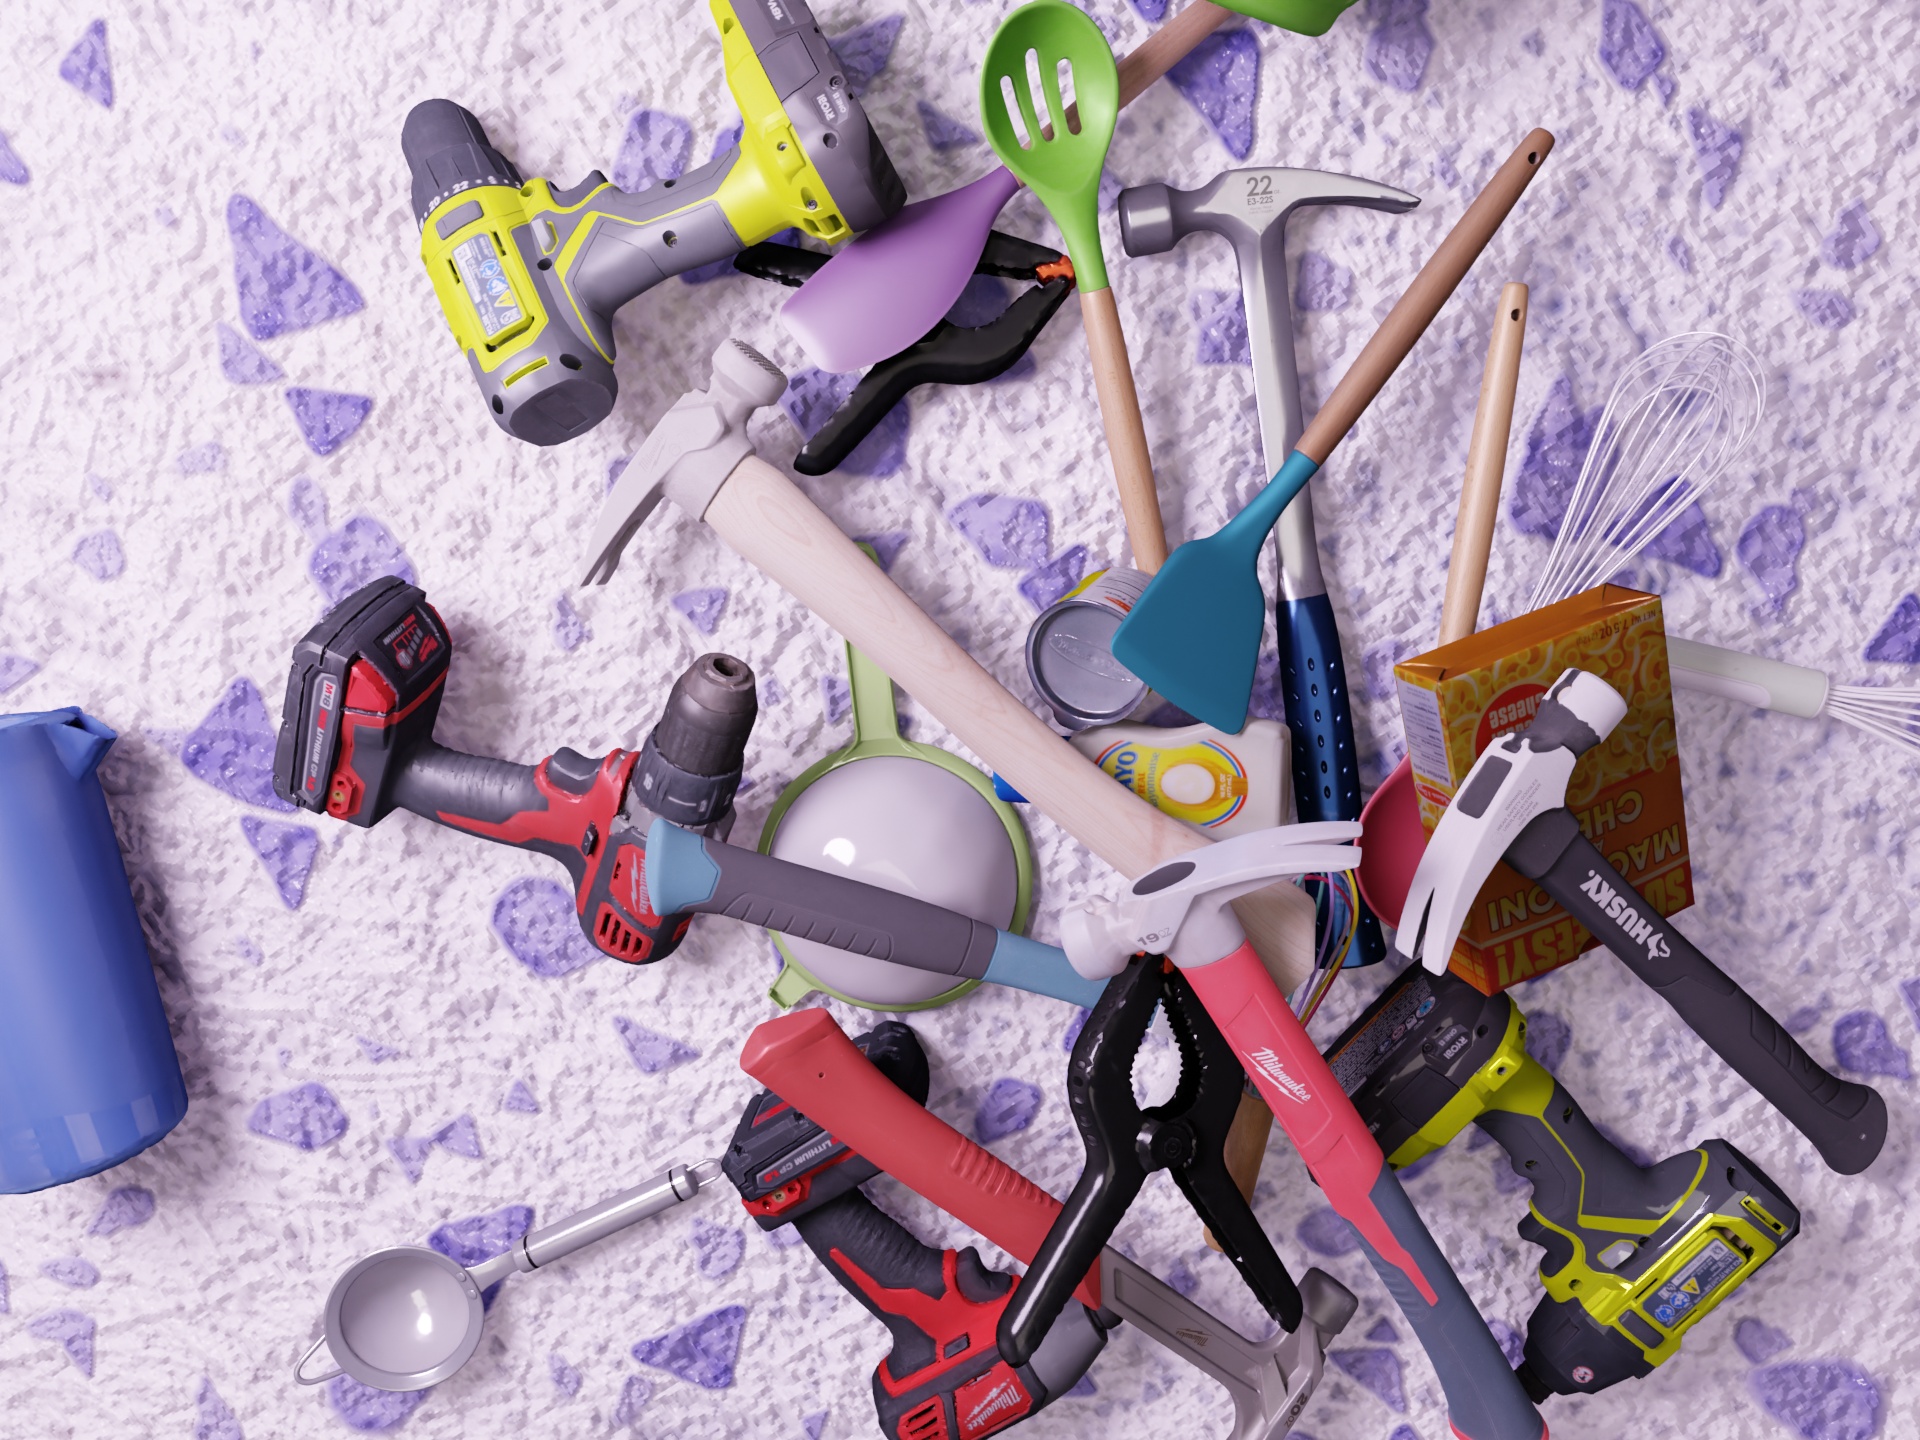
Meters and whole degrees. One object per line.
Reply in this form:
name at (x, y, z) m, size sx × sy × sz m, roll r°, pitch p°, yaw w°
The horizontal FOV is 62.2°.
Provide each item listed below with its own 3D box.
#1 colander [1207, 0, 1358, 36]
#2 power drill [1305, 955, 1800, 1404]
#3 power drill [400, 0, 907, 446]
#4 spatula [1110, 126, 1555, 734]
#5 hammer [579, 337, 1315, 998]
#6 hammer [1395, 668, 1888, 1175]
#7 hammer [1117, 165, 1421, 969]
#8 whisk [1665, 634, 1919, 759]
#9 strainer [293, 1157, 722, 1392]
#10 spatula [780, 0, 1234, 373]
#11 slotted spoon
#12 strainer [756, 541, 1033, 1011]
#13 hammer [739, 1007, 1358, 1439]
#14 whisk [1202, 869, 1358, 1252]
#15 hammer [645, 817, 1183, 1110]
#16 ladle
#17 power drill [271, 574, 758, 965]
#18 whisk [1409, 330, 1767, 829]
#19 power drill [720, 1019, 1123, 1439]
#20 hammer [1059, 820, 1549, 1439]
colander at (0.063, -0.406, 0.725) m, size 0.397 × 0.204 × 0.094 m, roll 32°, pitch 119°, yaw 18°
power drill at (0.290, 0.243, 0.823) m, size 0.223 × 0.080 × 0.171 m, roll 39°, pitch 103°, yaw -4°
power drill at (-0.160, -0.265, 0.776) m, size 0.228 × 0.080 × 0.191 m, roll -28°, pitch 73°, yaw 7°
spatula at (0.186, -0.144, 0.756) m, size 0.082 × 0.044 × 0.317 m, roll 33°, pitch 98°, yaw -18°
hammer at (-0.001, -0.002, 0.775) m, size 0.411 × 0.038 × 0.146 m, roll 41°, pitch 103°, yaw 6°
hammer at (0.346, 0.129, 0.765) m, size 0.334 × 0.035 × 0.146 m, roll 39°, pitch 89°, yaw -23°
hammer at (0.178, -0.074, 0.807) m, size 0.144 × 0.035 × 0.405 m, roll -8°, pitch 97°, yaw 6°
whisk at (0.434, -0.010, 0.793) m, size 0.246 × 0.057 × 0.059 m, roll 14°, pitch 64°, yaw 7°
strainer at (-0.249, 0.303, 0.891) m, size 0.258 × 0.050 × 0.087 m, roll -25°, pitch 101°, yaw 2°
spatula at (0.046, -0.280, 0.778) m, size 0.316 × 0.018 × 0.060 m, roll -40°, pitch 84°, yaw 0°
slotted spoon at (0.069, -0.185, 0.781) m, size 0.070 × 0.031 × 0.313 m, roll -19°, pitch 108°, yaw -11°
strainer at (-0.044, 0.037, 0.823) m, size 0.151 × 0.069 × 0.256 m, roll -5°, pitch 99°, yaw 5°
hammer at (0.035, 0.266, 0.803) m, size 0.359 × 0.037 × 0.149 m, roll 37°, pitch 86°, yaw -15°
whisk at (0.161, 0.175, 0.821) m, size 0.047 × 0.051 × 0.245 m, roll 16°, pitch 112°, yaw 18°
hammer at (0.000, 0.113, 0.788) m, size 0.330 × 0.033 × 0.128 m, roll 19°, pitch 95°, yaw -22°
ladle at (0.241, -0.050, 0.772) m, size 0.069 × 0.031 × 0.315 m, roll 5°, pitch 101°, yaw -7°
power drill at (-0.217, 0.011, 0.804) m, size 0.226 × 0.080 × 0.187 m, roll 25°, pitch 123°, yaw -1°
whisk at (0.298, -0.064, 0.793) m, size 0.070 × 0.070 × 0.284 m, roll 30°, pitch 104°, yaw 0°
power drill at (-0.018, 0.282, 0.854) m, size 0.143 × 0.078 × 0.219 m, roll -30°, pitch 97°, yaw 8°
hammer at (0.203, 0.216, 0.755) m, size 0.143 × 0.038 × 0.386 m, roll -23°, pitch 111°, yaw 28°
